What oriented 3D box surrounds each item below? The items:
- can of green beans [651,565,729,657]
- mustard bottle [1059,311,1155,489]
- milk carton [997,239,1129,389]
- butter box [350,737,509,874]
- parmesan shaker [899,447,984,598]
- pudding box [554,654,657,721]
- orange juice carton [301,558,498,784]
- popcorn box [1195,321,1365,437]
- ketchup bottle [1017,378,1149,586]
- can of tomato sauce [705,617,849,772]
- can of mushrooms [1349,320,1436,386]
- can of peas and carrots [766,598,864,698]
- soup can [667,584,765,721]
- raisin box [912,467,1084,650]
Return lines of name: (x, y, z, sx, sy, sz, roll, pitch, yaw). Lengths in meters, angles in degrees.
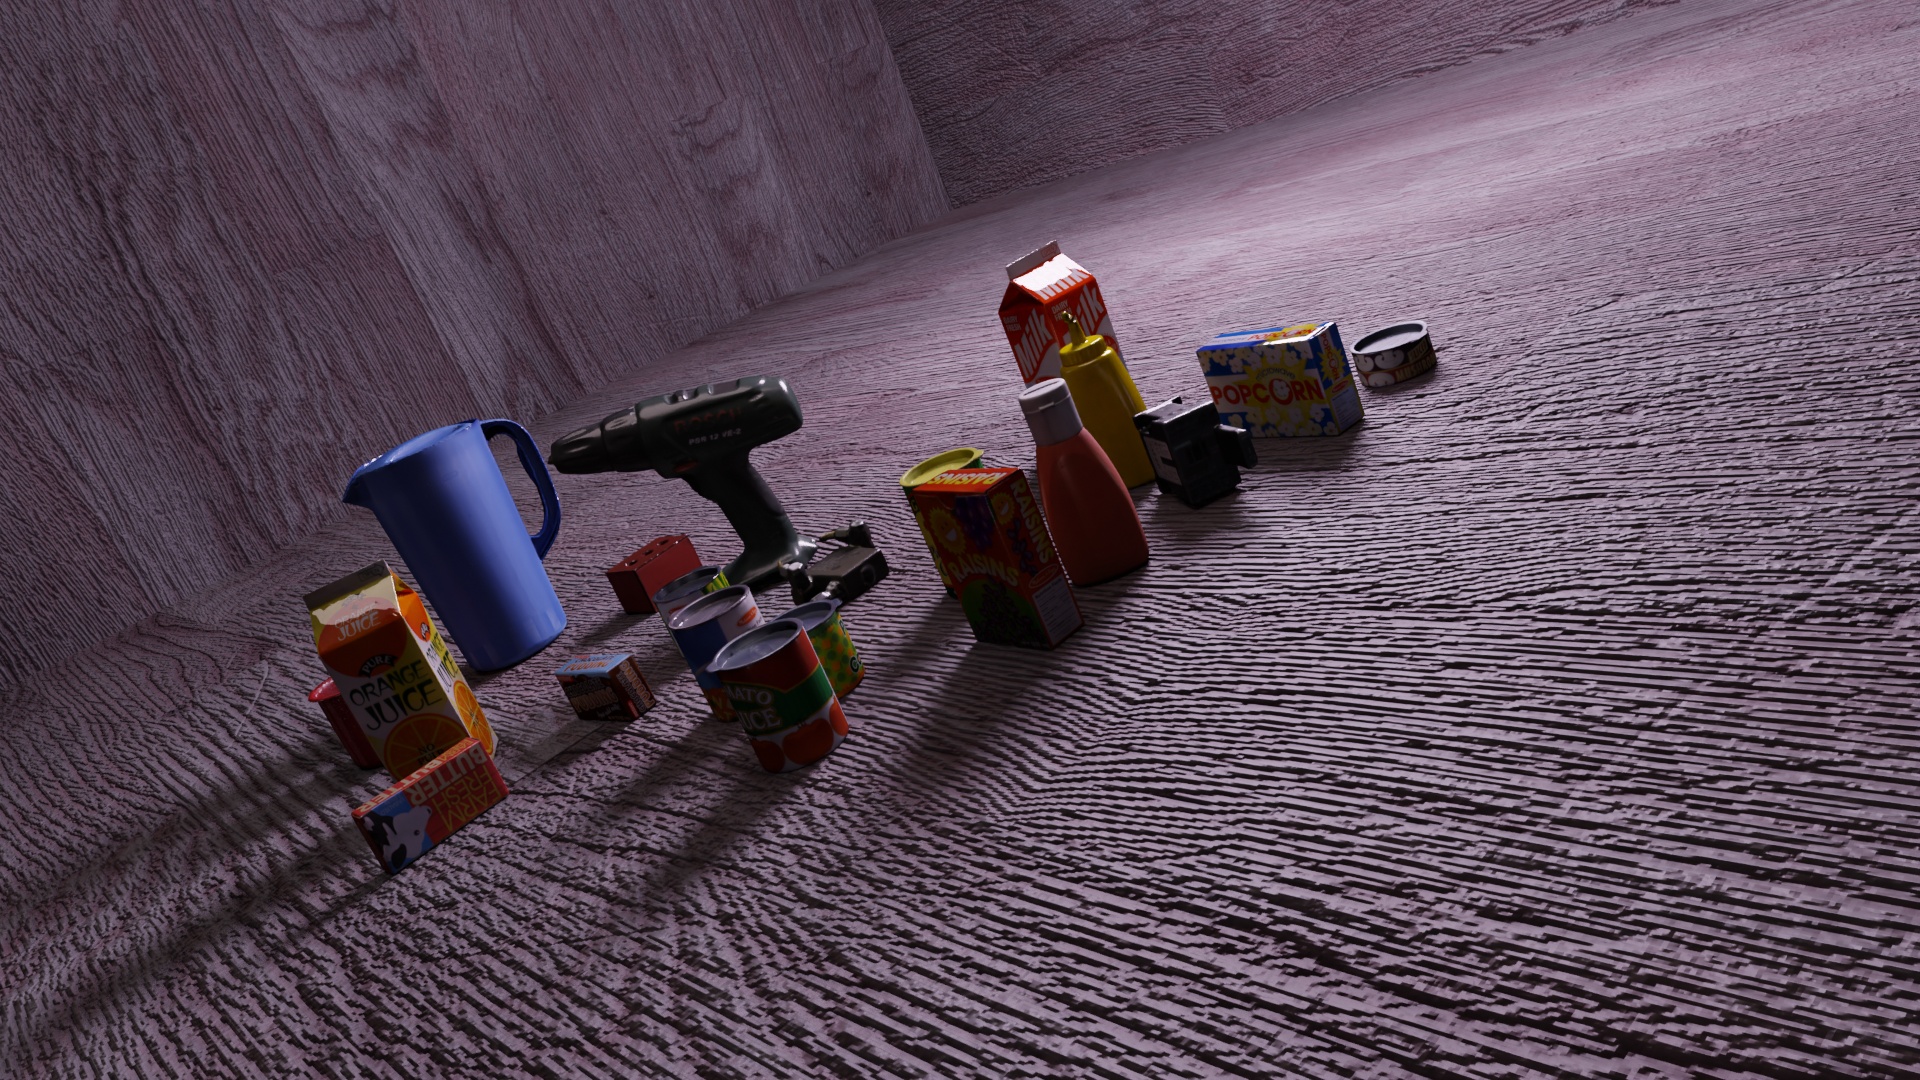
can of green beans: (-0.230, 0.063, 1.229, 0.071, 0.057, 0.071, -20, 18, 7)
mustard bottle: (0.120, -0.121, 1.172, 0.065, 0.159, 0.049, -16, 19, 21)
milk carton: (0.100, -0.186, 1.332, 0.072, 0.190, 0.073, -34, 20, -31)
butter box: (-0.399, 0.199, 1.048, 0.024, 0.053, 0.104, -2, 27, 48)
parmesan shaker: (0.004, -0.014, 1.095, 0.071, 0.102, 0.071, -21, 18, 7)
pudding box: (-0.294, 0.121, 1.151, 0.083, 0.049, 0.030, -5, 25, 43)
orange juice carton: (-0.459, 0.113, 1.139, 0.072, 0.192, 0.073, -25, 18, -6)
popcorn box: (0.263, -0.131, 1.150, 0.038, 0.085, 0.126, -33, 20, -30)
ketchup bottle: (0.085, -0.043, 1.008, 0.065, 0.148, 0.044, -21, 18, 7)
can of tomato sauce: (-0.122, 0.105, 0.937, 0.071, 0.083, 0.071, -21, 18, 7)
can of mushrooms: (0.371, -0.159, 1.186, 0.071, 0.033, 0.071, -20, 18, 7)
can of peas and carrots: (-0.109, 0.083, 1.023, 0.071, 0.058, 0.071, -21, 18, 7)
soup can: (-0.176, 0.086, 1.056, 0.071, 0.083, 0.071, -21, 18, 7)
raisin box: (0.025, 0.012, 0.963, 0.040, 0.123, 0.086, -34, 20, -30)
